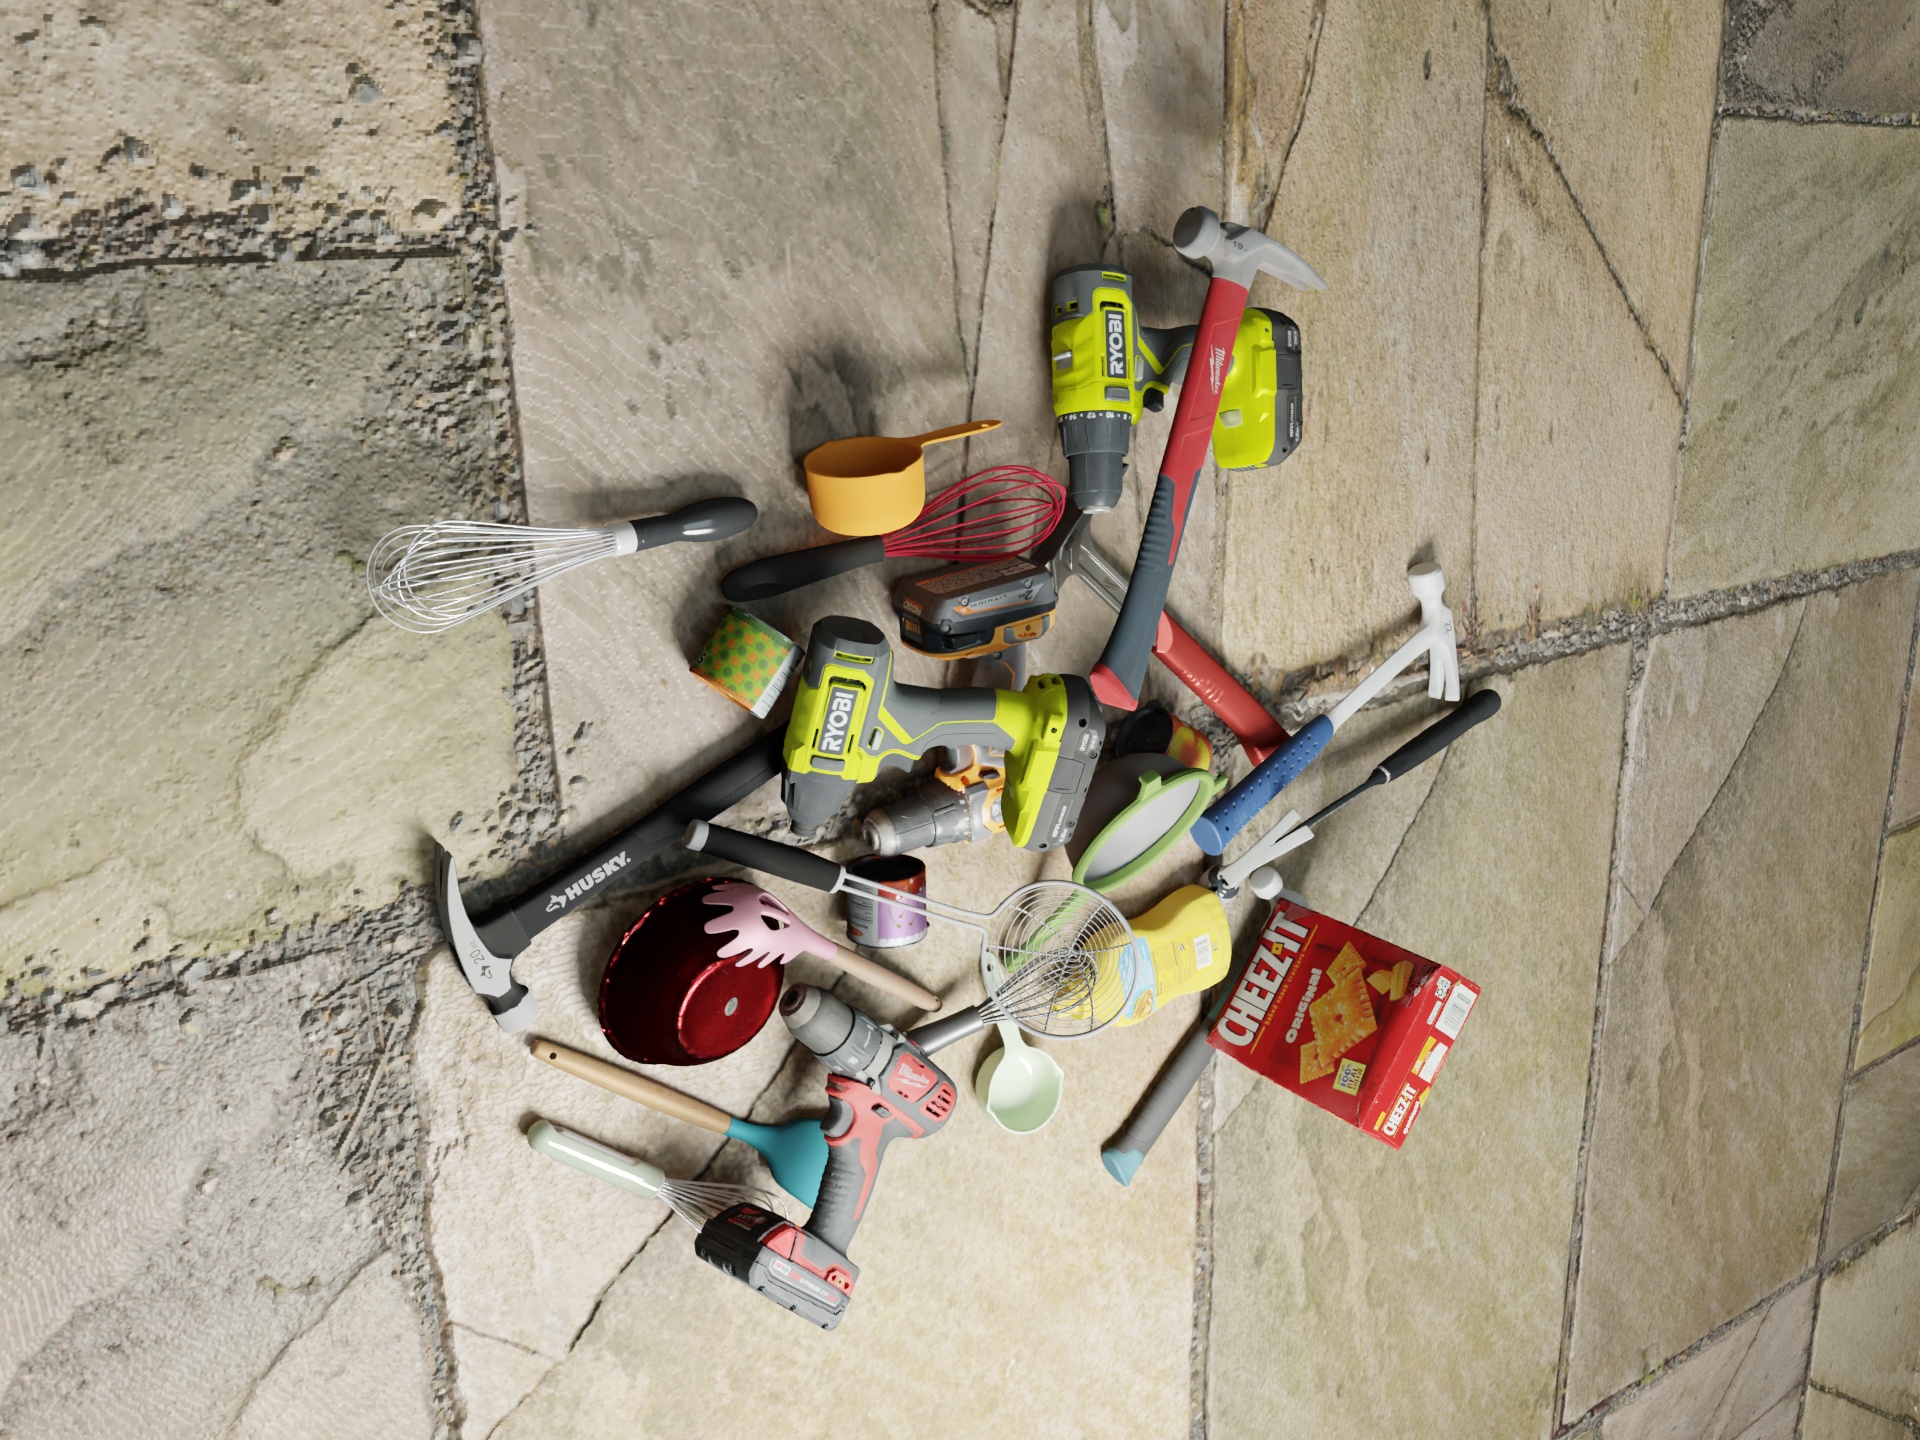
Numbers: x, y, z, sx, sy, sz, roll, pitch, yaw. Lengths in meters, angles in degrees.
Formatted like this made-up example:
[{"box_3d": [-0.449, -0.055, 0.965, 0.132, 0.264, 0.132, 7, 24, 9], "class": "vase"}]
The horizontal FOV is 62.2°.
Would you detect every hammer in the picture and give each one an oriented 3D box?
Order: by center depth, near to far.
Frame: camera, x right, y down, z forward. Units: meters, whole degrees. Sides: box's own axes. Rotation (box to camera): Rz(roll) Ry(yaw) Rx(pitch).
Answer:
[{"box_3d": [-0.225, 0.077, 1.166, 0.335, 0.035, 0.146, -34, 121, -23], "class": "hammer"}, {"box_3d": [0.185, -0.194, 1.259, 0.143, 0.038, 0.386, 14, 92, -34], "class": "hammer"}, {"box_3d": [0.199, -0.070, 1.420, 0.358, 0.037, 0.149, 38, 80, -35], "class": "hammer"}, {"box_3d": [0.356, 0.005, 1.511, 0.405, 0.035, 0.144, -37, 119, -32], "class": "hammer"}, {"box_3d": [0.243, 0.308, 1.560, 0.128, 0.033, 0.331, 44, 77, -34], "class": "hammer"}, {"box_3d": [0.406, 0.057, 1.565, 0.409, 0.149, 0.036, -28, 76, -33], "class": "hammer"}]

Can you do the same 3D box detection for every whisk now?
[{"box_3d": [-0.260, -0.116, 1.078, 0.284, 0.070, 0.070, -17, 113, -35], "class": "whisk"}, {"box_3d": [-0.046, -0.138, 1.218, 0.296, 0.073, 0.073, -18, 113, -24], "class": "whisk"}, {"box_3d": [-0.231, 0.362, 1.237, 0.246, 0.058, 0.059, 35, 81, -32], "class": "whisk"}, {"box_3d": [0.013, 0.256, 1.363, 0.239, 0.055, 0.055, -22, 115, -14], "class": "whisk"}]

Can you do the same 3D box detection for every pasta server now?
[{"box_3d": [-0.096, 0.189, 1.243, 0.316, 0.040, 0.060, 41, 34, -55], "class": "pasta server"}]

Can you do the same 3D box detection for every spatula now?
[{"box_3d": [-0.198, 0.310, 1.246, 0.317, 0.044, 0.082, 33, 77, -35], "class": "spatula"}]

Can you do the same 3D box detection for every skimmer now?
[{"box_3d": [-0.033, 0.147, 1.204, 0.363, 0.090, 0.127, 21, 100, -25], "class": "skimmer"}]

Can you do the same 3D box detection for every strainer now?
[{"box_3d": [0.106, 0.112, 1.368, 0.256, 0.069, 0.151, -49, 154, 22], "class": "strainer"}]

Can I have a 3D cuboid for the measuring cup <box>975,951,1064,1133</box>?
[{"box_3d": [0.037, 0.284, 1.415, 0.083, 0.038, 0.167, -19, 96, -28], "class": "measuring cup"}]

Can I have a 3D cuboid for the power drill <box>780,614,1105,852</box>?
[{"box_3d": [-0.019, 0.023, 1.189, 0.223, 0.080, 0.171, 9, 114, -15], "class": "power drill"}]

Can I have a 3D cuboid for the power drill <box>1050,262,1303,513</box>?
[{"box_3d": [0.172, -0.264, 1.305, 0.228, 0.080, 0.190, -3, 92, -33], "class": "power drill"}]

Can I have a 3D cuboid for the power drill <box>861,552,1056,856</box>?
[{"box_3d": [-0.002, -0.004, 1.275, 0.185, 0.084, 0.226, -18, 117, -28], "class": "power drill"}]

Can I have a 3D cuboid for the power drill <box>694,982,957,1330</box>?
[{"box_3d": [-0.112, 0.332, 1.239, 0.187, 0.080, 0.227, 45, 63, -34], "class": "power drill"}]

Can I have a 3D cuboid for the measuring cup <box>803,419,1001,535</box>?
[{"box_3d": [-0.036, -0.184, 1.193, 0.173, 0.095, 0.052, -22, 124, -32], "class": "measuring cup"}]
